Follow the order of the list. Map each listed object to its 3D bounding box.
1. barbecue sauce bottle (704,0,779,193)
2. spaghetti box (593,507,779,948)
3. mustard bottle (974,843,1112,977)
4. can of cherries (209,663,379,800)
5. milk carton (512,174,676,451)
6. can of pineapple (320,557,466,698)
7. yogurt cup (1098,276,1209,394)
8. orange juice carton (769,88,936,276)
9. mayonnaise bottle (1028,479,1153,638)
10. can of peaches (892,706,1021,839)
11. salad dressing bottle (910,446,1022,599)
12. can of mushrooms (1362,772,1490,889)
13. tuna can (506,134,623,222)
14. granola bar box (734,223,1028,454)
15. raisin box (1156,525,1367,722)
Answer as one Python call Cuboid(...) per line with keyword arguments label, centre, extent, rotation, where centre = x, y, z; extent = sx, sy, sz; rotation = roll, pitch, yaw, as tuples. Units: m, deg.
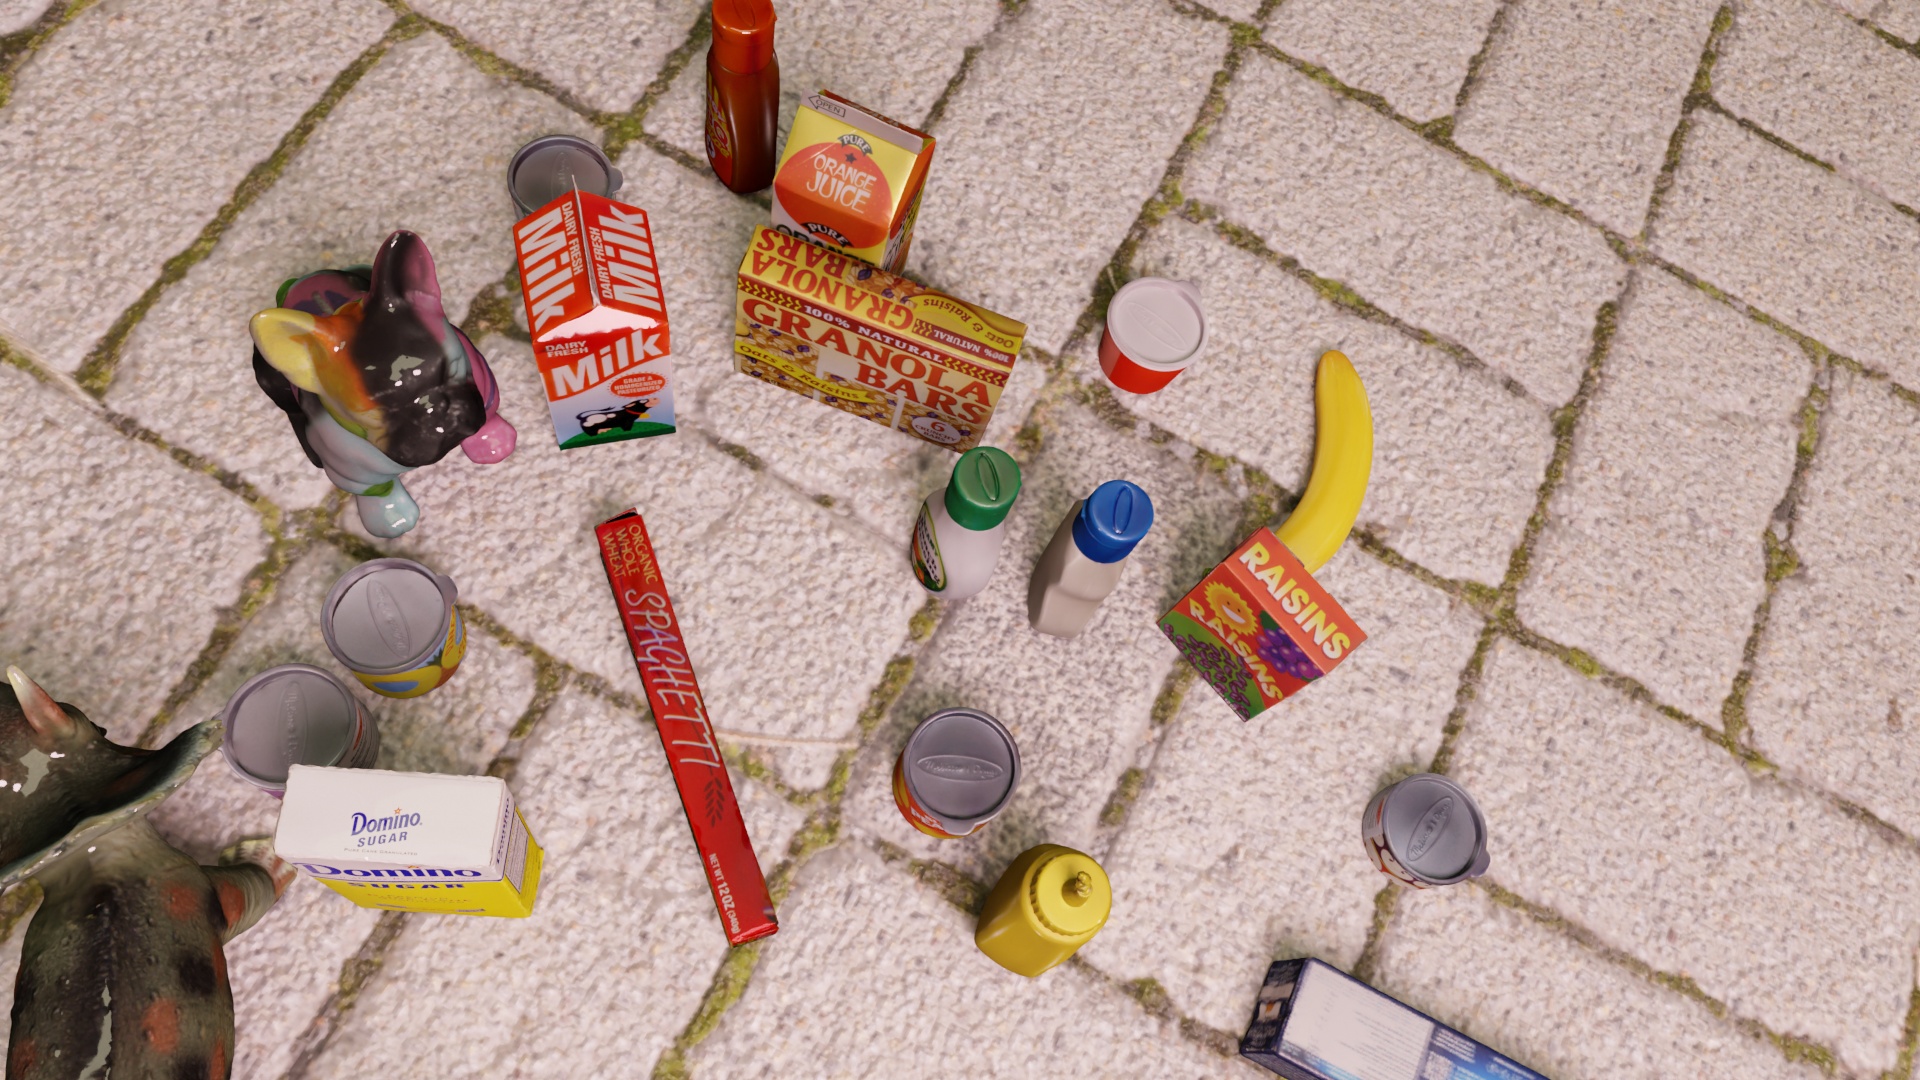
Cuboid(label="barbecue sauce bottle", centre=(-0.137, -0.284, 0.873), extent=(0.044, 0.148, 0.065), rotation=(-19, 75, -16))
Cuboid(label="spaghetti box", centre=(-0.155, 0.103, 0.778), extent=(0.029, 0.050, 0.250), rotation=(-18, 74, -16))
Cuboid(label="mustard bottle", centre=(0.047, 0.190, 0.723), extent=(0.049, 0.159, 0.065), rotation=(30, 68, 2))
Cuboid(label="can of cherries", centre=(-0.352, 0.104, 0.738), extent=(0.071, 0.058, 0.072), rotation=(3, 70, -9))
Cuboid(label="milk carton", centre=(-0.203, -0.122, 0.778), extent=(0.073, 0.189, 0.072), rotation=(-11, 73, -14))
Cuboid(label="can of pineapple", centre=(-0.309, 0.049, 0.767), extent=(0.071, 0.057, 0.071), rotation=(3, 70, -9))
Cuboid(label="yogurt cup", centre=(0.124, -0.132, 0.914), extent=(0.072, 0.053, 0.072), rotation=(3, 70, -9))
Cuboid(label="orange juice carton", centre=(-0.067, -0.196, 0.829), extent=(0.072, 0.192, 0.073), rotation=(24, 68, -1))
Cuboid(label="mayonnaise bottle", centre=(0.074, 0.009, 0.802), extent=(0.041, 0.147, 0.065), rotation=(14, 69, -5))
Cuboid(label="can of peaches", centre=(-0.004, 0.136, 0.789), extent=(0.071, 0.058, 0.071), rotation=(3, 70, -9))
Cuboid(label="salad dressing bottle", centre=(0.003, -0.010, 0.796), extent=(0.044, 0.147, 0.064), rotation=(-10, 72, -13))
Cuboid(label="can of mushrooms", centre=(0.281, 0.178, 0.838), extent=(0.071, 0.033, 0.071), rotation=(3, 69, -9))
Cuboid(label="tuna can", centre=(-0.252, -0.224, 0.892), extent=(0.071, 0.032, 0.071), rotation=(3, 69, -9))
Cuboid(label="granola bar box", centre=(-0.053, -0.115, 0.838), extent=(0.165, 0.123, 0.039), rotation=(20, 68, -2))
Cuboid(label="raisin box", centre=(0.174, 0.052, 0.817), extent=(0.040, 0.123, 0.086), rotation=(-37, 80, -20))
